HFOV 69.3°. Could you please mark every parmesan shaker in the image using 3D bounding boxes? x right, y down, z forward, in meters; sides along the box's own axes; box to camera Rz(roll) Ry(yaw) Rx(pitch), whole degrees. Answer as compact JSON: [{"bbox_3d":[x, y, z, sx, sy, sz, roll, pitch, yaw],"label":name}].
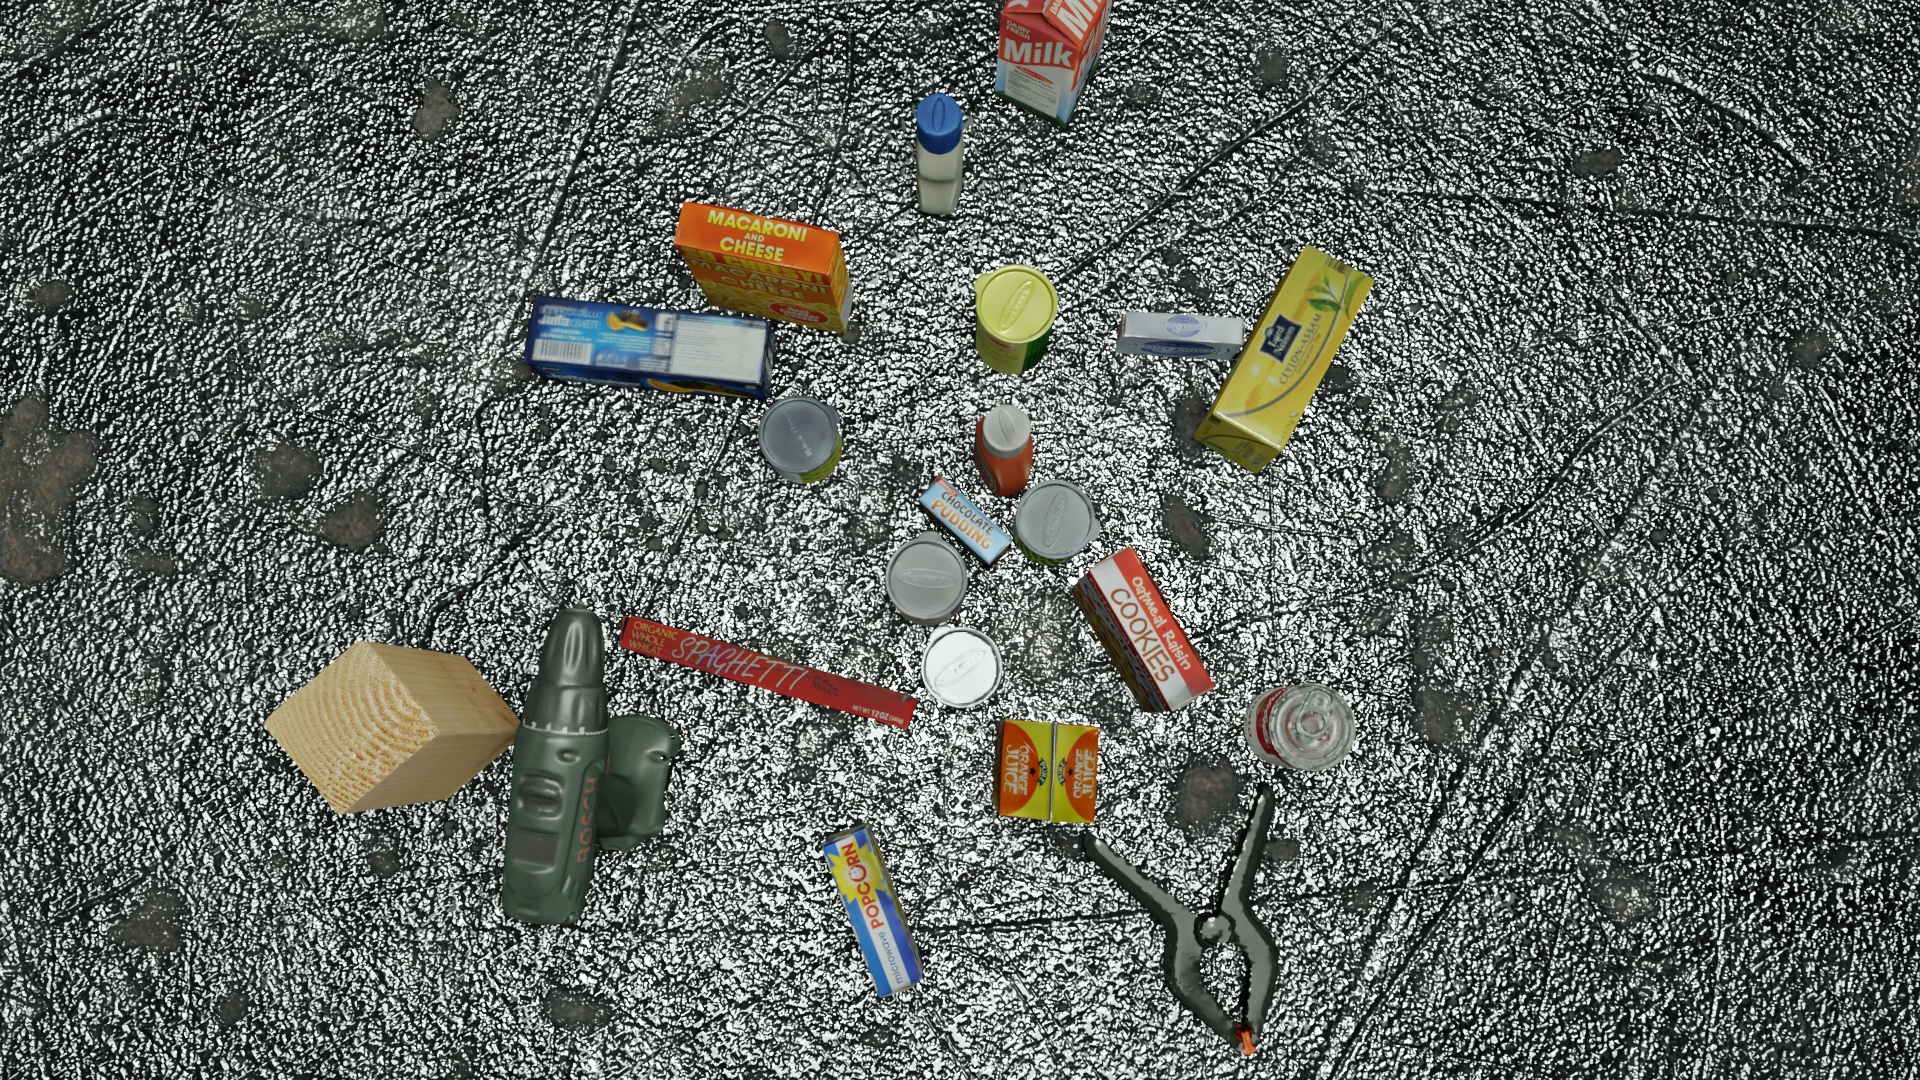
[{"bbox_3d":[0.043,-0.186,1.169,0.071,0.103,0.071,0,82,0],"label":"parmesan shaker"}]

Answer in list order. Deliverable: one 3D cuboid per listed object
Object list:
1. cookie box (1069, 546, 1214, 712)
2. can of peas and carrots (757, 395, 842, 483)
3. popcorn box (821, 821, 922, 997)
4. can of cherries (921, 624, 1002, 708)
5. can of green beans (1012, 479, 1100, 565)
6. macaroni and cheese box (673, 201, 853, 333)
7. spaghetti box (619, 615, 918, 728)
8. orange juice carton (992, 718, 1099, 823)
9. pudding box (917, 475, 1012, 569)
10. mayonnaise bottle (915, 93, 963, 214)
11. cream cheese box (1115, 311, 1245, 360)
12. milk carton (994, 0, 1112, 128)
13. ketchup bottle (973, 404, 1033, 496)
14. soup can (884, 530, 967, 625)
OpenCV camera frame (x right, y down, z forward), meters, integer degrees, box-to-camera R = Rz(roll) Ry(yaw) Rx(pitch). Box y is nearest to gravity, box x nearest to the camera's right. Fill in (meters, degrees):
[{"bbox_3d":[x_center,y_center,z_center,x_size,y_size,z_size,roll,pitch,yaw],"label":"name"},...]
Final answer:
[{"bbox_3d":[0.141,0.074,1.101,0.040,0.167,0.123,-30,84,-4],"label":"cookie box"},{"bbox_3d":[-0.133,-0.086,1.175,0.071,0.058,0.071,0,82,-1],"label":"can of peas and carrots"},{"bbox_3d":[-0.069,0.292,1.109,0.038,0.085,0.127,-22,83,-3],"label":"popcorn box"},{"bbox_3d":[0.000,0.104,1.150,0.071,0.058,0.071,0,82,-1],"label":"can of cherries"},{"bbox_3d":[0.078,-0.014,1.168,0.071,0.057,0.071,0,82,-1],"label":"can of green beans"},{"bbox_3d":[-0.157,-0.222,1.140,0.124,0.166,0.040,12,83,1],"label":"macaroni and cheese box"},{"bbox_3d":[-0.158,0.109,1.152,0.250,0.050,0.029,16,83,2],"label":"spaghetti box"},{"bbox_3d":[0.065,0.176,1.073,0.073,0.192,0.072,4,83,0],"label":"orange juice carton"},{"bbox_3d":[0.004,-0.015,1.171,0.084,0.049,0.030,42,84,5],"label":"pudding box"},{"bbox_3d":[-0.018,-0.327,1.166,0.041,0.148,0.065,4,83,0],"label":"mayonnaise bottle"},{"bbox_3d":[0.188,-0.176,1.194,0.104,0.053,0.024,4,83,0],"label":"cream cheese box"},{"bbox_3d":[0.079,-0.428,1.159,0.073,0.190,0.072,26,83,3],"label":"milk carton"},{"bbox_3d":[0.036,-0.077,1.131,0.043,0.148,0.065,-20,83,-3],"label":"ketchup bottle"},{"bbox_3d":[-0.027,0.033,1.147,0.071,0.083,0.071,0,82,-1],"label":"soup can"}]
